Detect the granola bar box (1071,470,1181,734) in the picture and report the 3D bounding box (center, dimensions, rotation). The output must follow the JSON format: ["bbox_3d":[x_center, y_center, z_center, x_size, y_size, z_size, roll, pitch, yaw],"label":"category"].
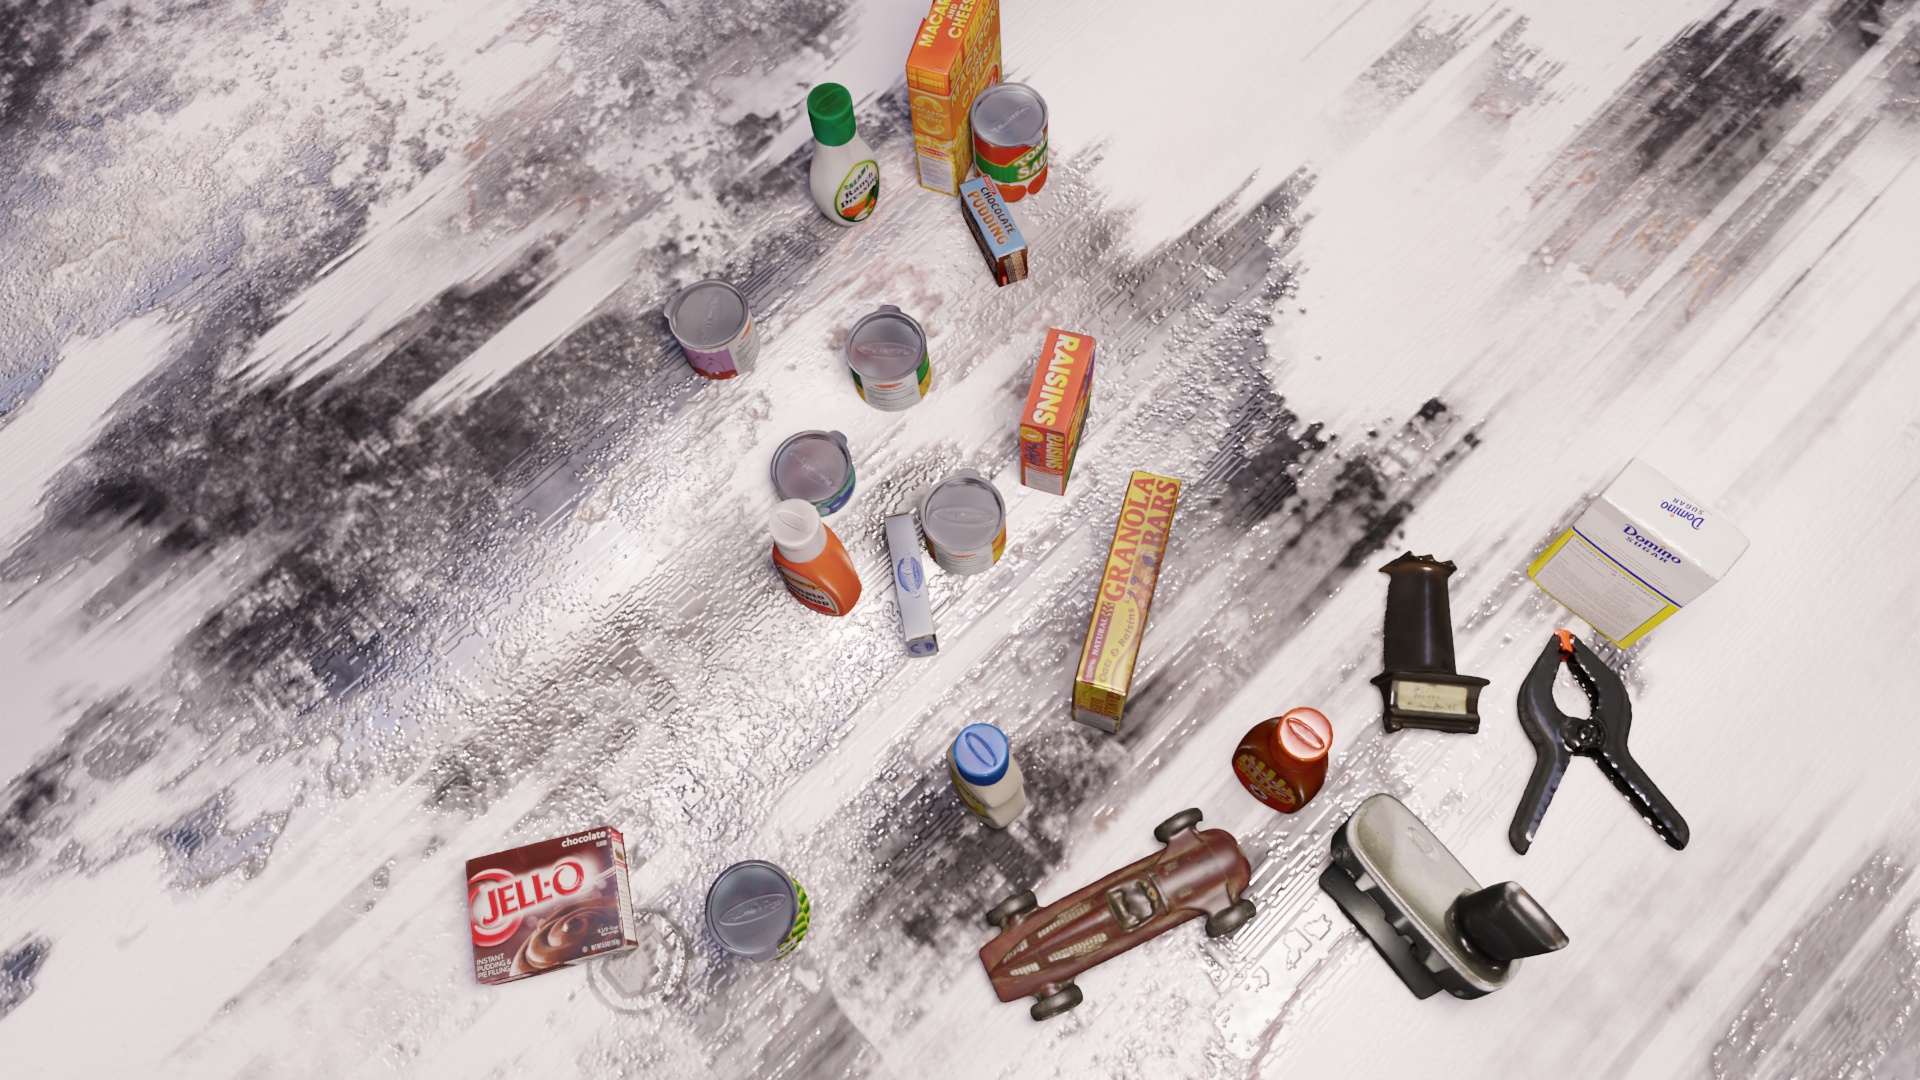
[{"bbox_3d":[0.121,0.047,1.025,0.039,0.123,0.166,14,71,9],"label":"granola bar box"}]

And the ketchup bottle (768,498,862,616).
[{"bbox_3d":[-0.112,0.012,1.039,0.065,0.148,0.043,26,73,12],"label":"ketchup bottle"}]

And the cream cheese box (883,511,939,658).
[{"bbox_3d":[-0.038,0.035,1.077,0.024,0.053,0.104,-11,69,-1],"label":"cream cheese box"}]

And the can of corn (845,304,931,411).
[{"bbox_3d":[-0.058,-0.150,1.146,0.071,0.058,0.071,-1,69,3],"label":"can of corn"}]

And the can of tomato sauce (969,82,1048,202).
[{"bbox_3d":[0.045,-0.342,1.202,0.071,0.083,0.071,-1,69,3],"label":"can of tomato sauce"}]

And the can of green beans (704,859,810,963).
[{"bbox_3d":[-0.144,0.265,0.991,0.071,0.057,0.071,-1,69,3],"label":"can of green beans"}]

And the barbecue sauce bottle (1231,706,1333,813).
[{"bbox_3d":[0.228,0.150,0.967,0.065,0.148,0.044,41,77,16],"label":"barbecue sauce bottle"}]

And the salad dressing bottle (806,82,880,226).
[{"bbox_3d":[-0.101,-0.323,1.168,0.044,0.147,0.064,42,77,17],"label":"salad dressing bottle"}]

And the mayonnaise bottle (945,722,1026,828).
[{"bbox_3d":[0.016,0.162,0.974,0.041,0.147,0.065,-39,72,-11],"label":"mayonnaise bottle"}]

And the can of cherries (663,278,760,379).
[{"bbox_3d":[-0.207,-0.177,1.165,0.071,0.058,0.072,-1,69,3],"label":"can of cherries"}]

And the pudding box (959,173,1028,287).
[{"bbox_3d":[0.029,-0.266,1.191,0.030,0.049,0.084,-23,70,-5],"label":"pudding box"}]

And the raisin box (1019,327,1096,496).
[{"bbox_3d":[0.076,-0.098,1.084,0.040,0.123,0.086,15,71,9],"label":"raisin box"}]

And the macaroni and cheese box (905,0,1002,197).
[{"bbox_3d":[-0.004,-0.392,1.179,0.040,0.166,0.124,18,71,10],"label":"macaroni and cheese box"}]

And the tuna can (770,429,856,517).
[{"bbox_3d":[-0.117,-0.055,1.127,0.071,0.032,0.071,-1,69,3],"label":"tuna can"}]

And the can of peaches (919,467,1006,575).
[{"bbox_3d":[0.004,-0.014,1.091,0.071,0.058,0.071,-1,69,3],"label":"can of peaches"}]
